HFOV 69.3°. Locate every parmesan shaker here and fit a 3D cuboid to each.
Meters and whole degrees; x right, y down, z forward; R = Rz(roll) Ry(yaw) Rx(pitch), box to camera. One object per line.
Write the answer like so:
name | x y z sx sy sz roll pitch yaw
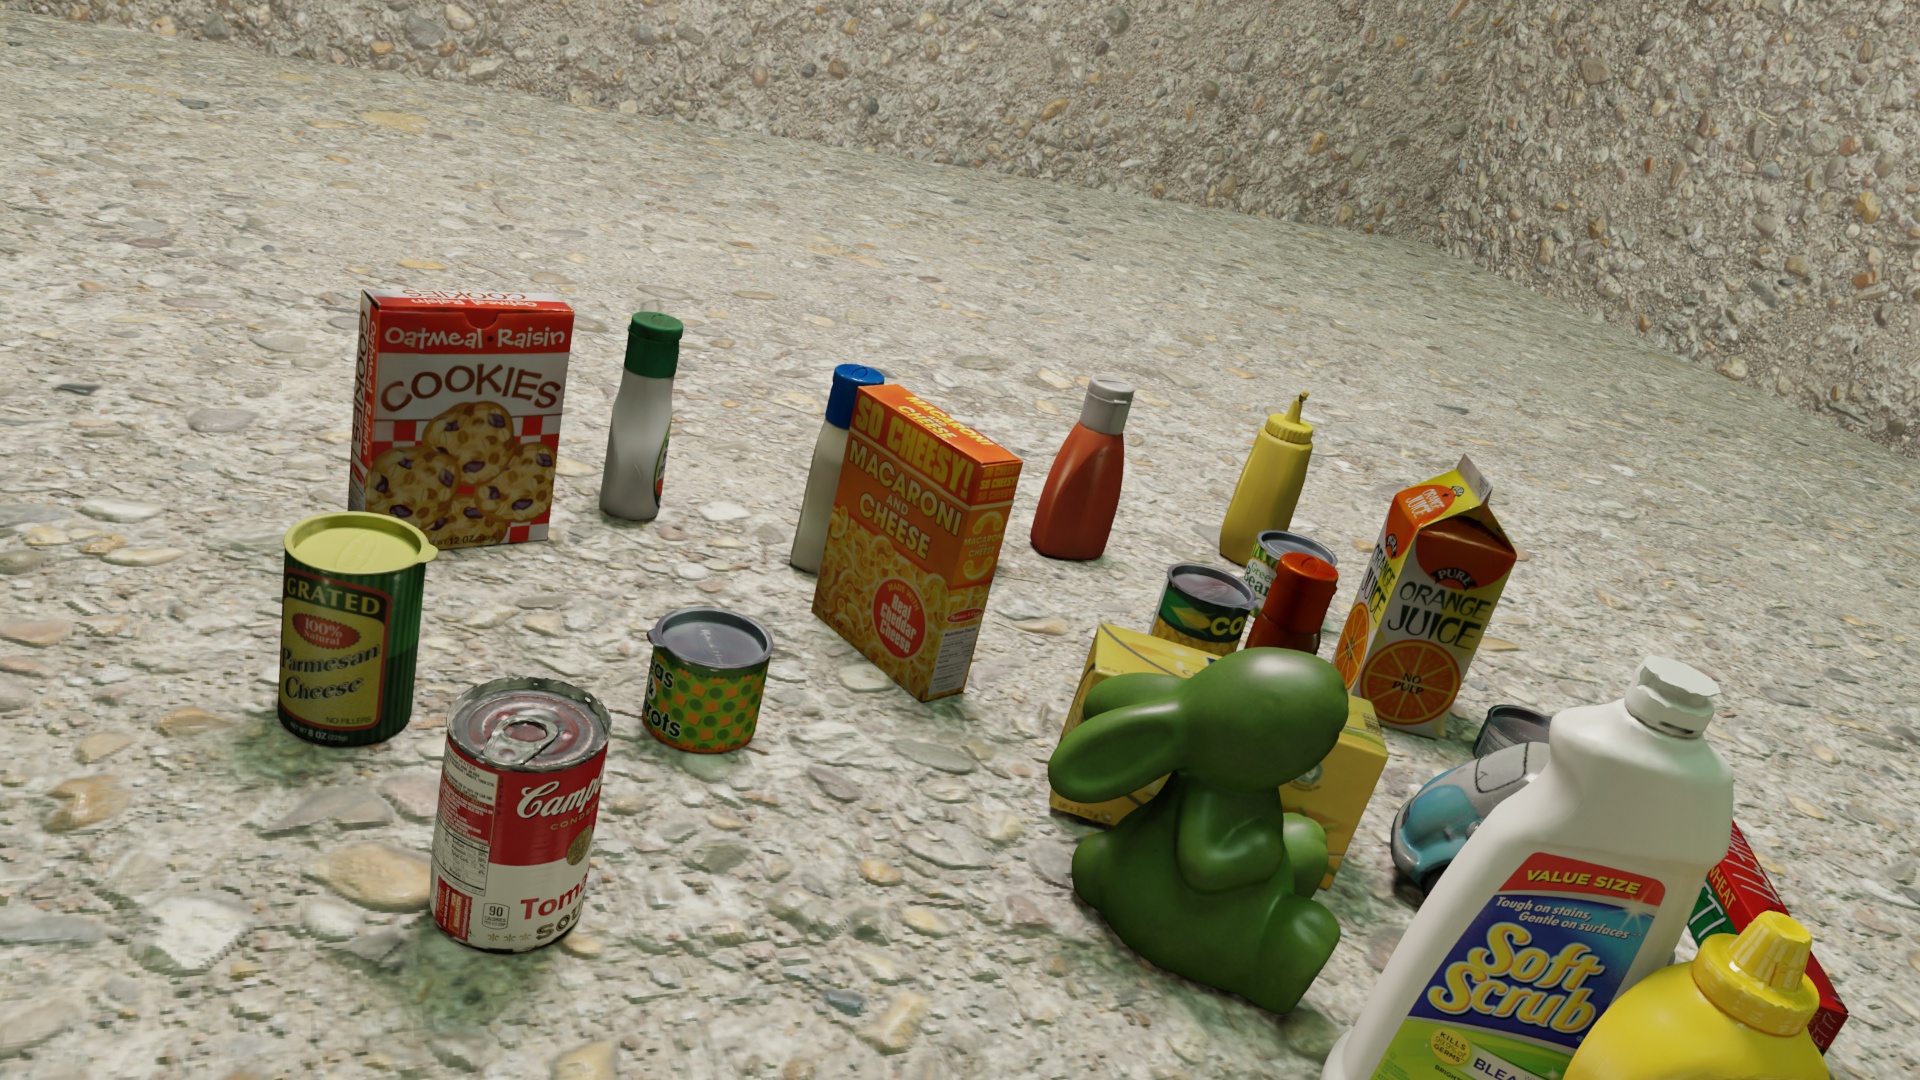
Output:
parmesan shaker | -0.308 0.046 0.708 0.071 0.102 0.071 12 23 -5

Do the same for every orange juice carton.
orange juice carton | 0.330 0.036 0.981 0.073 0.191 0.072 14 23 -1

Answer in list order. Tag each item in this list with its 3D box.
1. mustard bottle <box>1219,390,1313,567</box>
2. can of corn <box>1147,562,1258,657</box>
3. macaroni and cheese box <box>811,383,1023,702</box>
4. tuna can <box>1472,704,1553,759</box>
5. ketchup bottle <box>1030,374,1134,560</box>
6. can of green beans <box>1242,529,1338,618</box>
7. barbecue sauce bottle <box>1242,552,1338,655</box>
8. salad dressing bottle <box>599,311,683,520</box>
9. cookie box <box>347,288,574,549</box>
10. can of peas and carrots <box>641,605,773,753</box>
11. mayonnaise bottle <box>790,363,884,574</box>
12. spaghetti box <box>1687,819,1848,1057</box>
mustard bottle | 0.268 -0.057 1.190 0.049 0.159 0.065 27 26 26
can of corn | 0.177 0.058 1.012 0.071 0.058 0.071 12 24 -5
macaroni and cheese box | -0.031 -0.001 0.890 0.040 0.165 0.124 -9 33 -43
tuna can | 0.398 0.146 0.974 0.071 0.032 0.071 12 24 -5
ketchup bottle | 0.103 -0.058 1.113 0.065 0.148 0.044 3 26 -25
can of green beans | 0.262 0.031 1.119 0.071 0.057 0.071 12 24 -5
barbecue sauce bottle | 0.193 0.080 0.860 0.044 0.147 0.065 22 24 17
salad dressing bottle | -0.228 -0.089 0.997 0.044 0.147 0.064 9 24 -12
cookie box | -0.320 -0.076 0.891 0.123 0.166 0.040 -6 31 -39
can of peas and carrots | -0.145 0.079 0.783 0.071 0.058 0.071 12 24 -5
mayonnaise bottle | -0.087 -0.052 0.994 0.041 0.147 0.065 17 23 5
spaghetti box | 0.460 0.215 0.835 0.029 0.050 0.251 16 24 4
